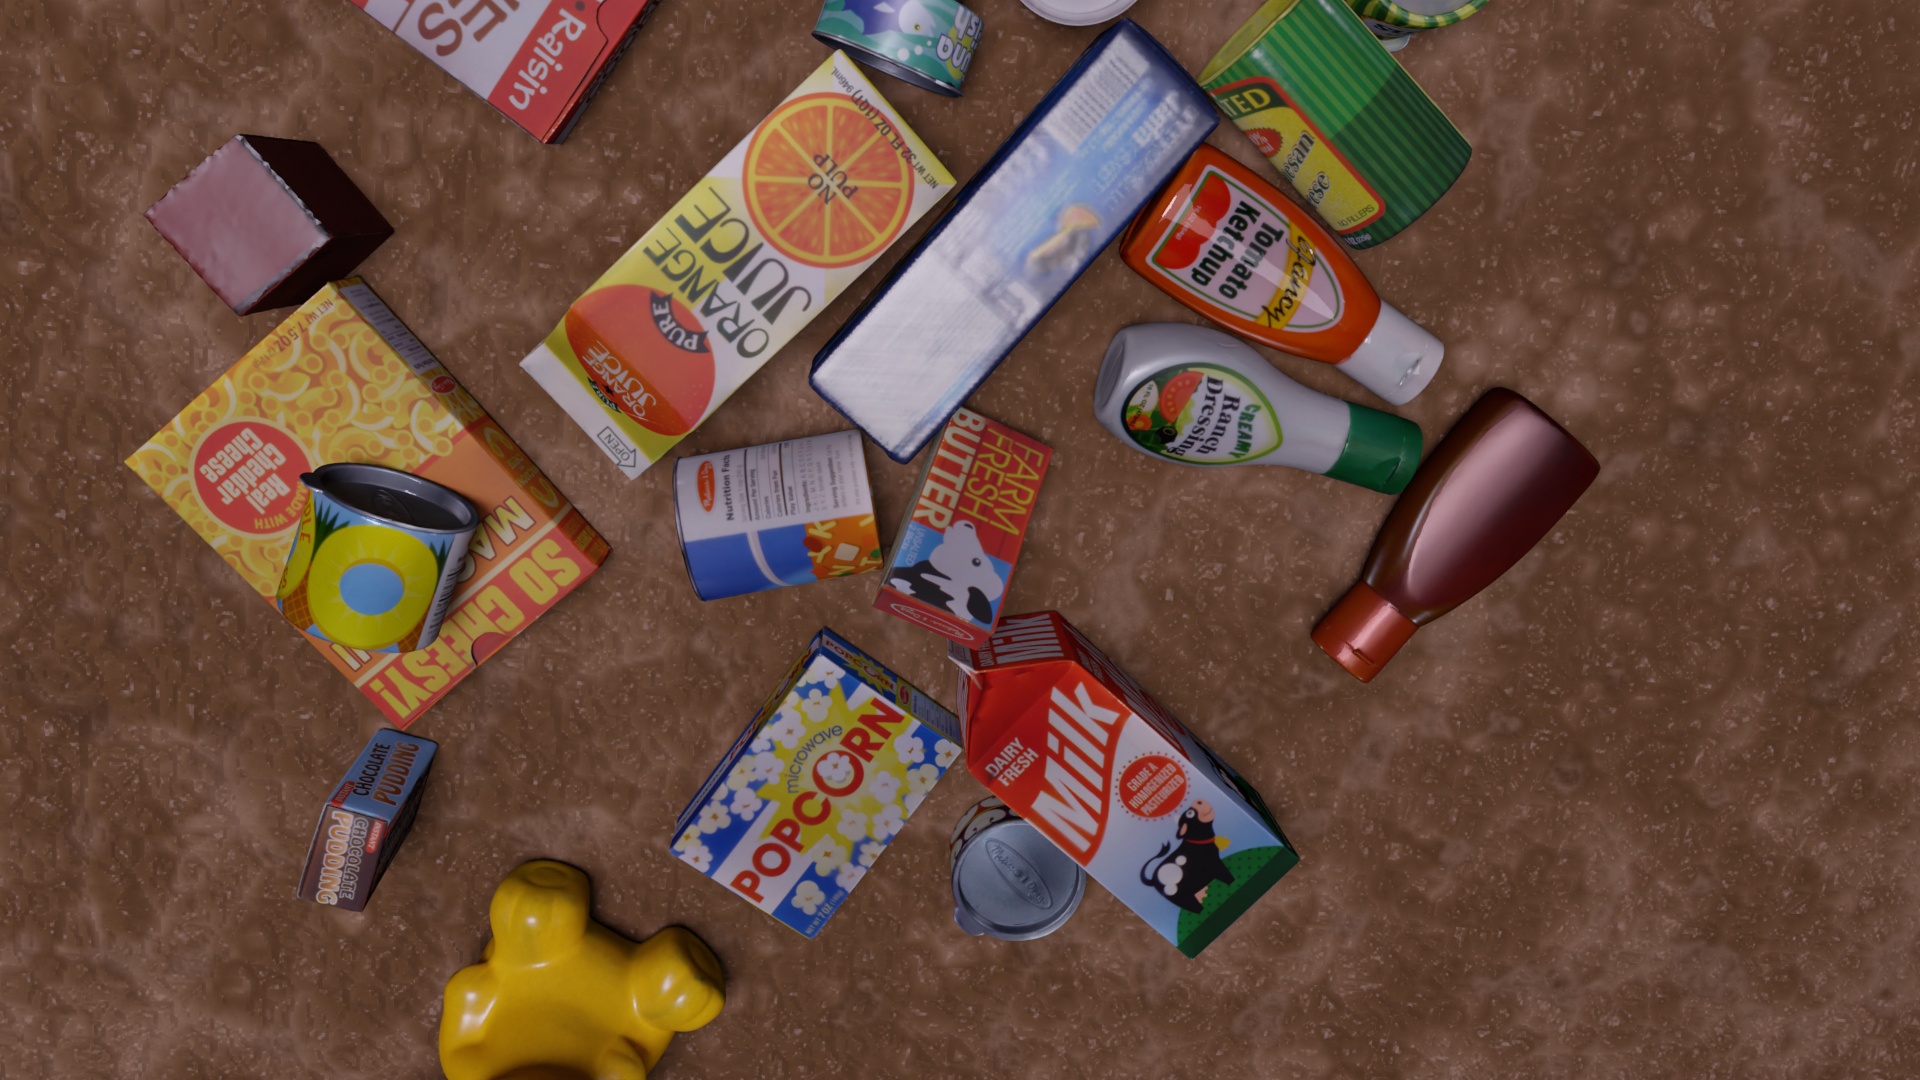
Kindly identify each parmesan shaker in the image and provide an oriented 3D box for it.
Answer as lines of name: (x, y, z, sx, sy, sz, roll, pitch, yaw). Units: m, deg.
parmesan shaker: (0.161, -0.183, 0.594, 0.103, 0.071, 0.071, 42, 98, -13)

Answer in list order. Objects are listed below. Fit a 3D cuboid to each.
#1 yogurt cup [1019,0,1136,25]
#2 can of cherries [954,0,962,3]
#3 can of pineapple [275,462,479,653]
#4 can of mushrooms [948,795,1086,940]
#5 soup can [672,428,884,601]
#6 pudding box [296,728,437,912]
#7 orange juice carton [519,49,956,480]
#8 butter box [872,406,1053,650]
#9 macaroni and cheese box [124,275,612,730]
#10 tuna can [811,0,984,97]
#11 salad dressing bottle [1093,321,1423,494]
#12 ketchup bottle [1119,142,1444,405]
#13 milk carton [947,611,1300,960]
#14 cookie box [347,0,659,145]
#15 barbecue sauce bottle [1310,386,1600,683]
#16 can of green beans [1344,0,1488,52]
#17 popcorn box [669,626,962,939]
yogurt cup: (0.046, -0.248, 0.578, 0.072, 0.054, 0.072, -1, 105, -3)
can of cherries: (-0.019, -0.259, 0.563, 0.071, 0.071, 0.058, 19, 102, -8)
can of pineapple: (-0.243, 0.006, 0.574, 0.071, 0.071, 0.057, 21, 102, -9)
can of mushrooms: (0.026, 0.163, 0.693, 0.071, 0.033, 0.070, -1, 105, -4)
soup can: (-0.080, -0.010, 0.627, 0.084, 0.071, 0.071, -10, 105, -2)
pudding box: (-0.271, 0.126, 0.638, 0.030, 0.084, 0.049, 18, 102, -11)
orange juice carton: (-0.097, -0.114, 0.593, 0.192, 0.073, 0.071, -42, 103, 7)
butter box: (0.002, -0.008, 0.622, 0.053, 0.024, 0.104, 24, 60, -8)
macaroni and cheese box: (-0.262, -0.014, 0.625, 0.123, 0.040, 0.166, -39, 103, 7)
tuna can: (-0.023, -0.211, 0.576, 0.071, 0.071, 0.032, 21, 102, -9)
salad dressing bottle: (0.137, -0.057, 0.637, 0.148, 0.044, 0.064, 14, 126, -9)
ketchup bottle: (0.148, -0.114, 0.625, 0.149, 0.044, 0.064, 31, 106, -11)
milk carton: (0.063, 0.103, 0.659, 0.190, 0.072, 0.073, 42, 99, -12)
cookie box: (-0.203, -0.262, 0.566, 0.167, 0.040, 0.122, 36, 99, -12)
barbecue sauce bottle: (0.229, 0.002, 0.660, 0.065, 0.044, 0.148, 37, 100, -12)
can of green beans: (0.190, -0.248, 0.586, 0.071, 0.058, 0.071, -1, 105, -3)
popcorn box: (-0.070, 0.118, 0.672, 0.085, 0.038, 0.126, 36, 99, -11)
